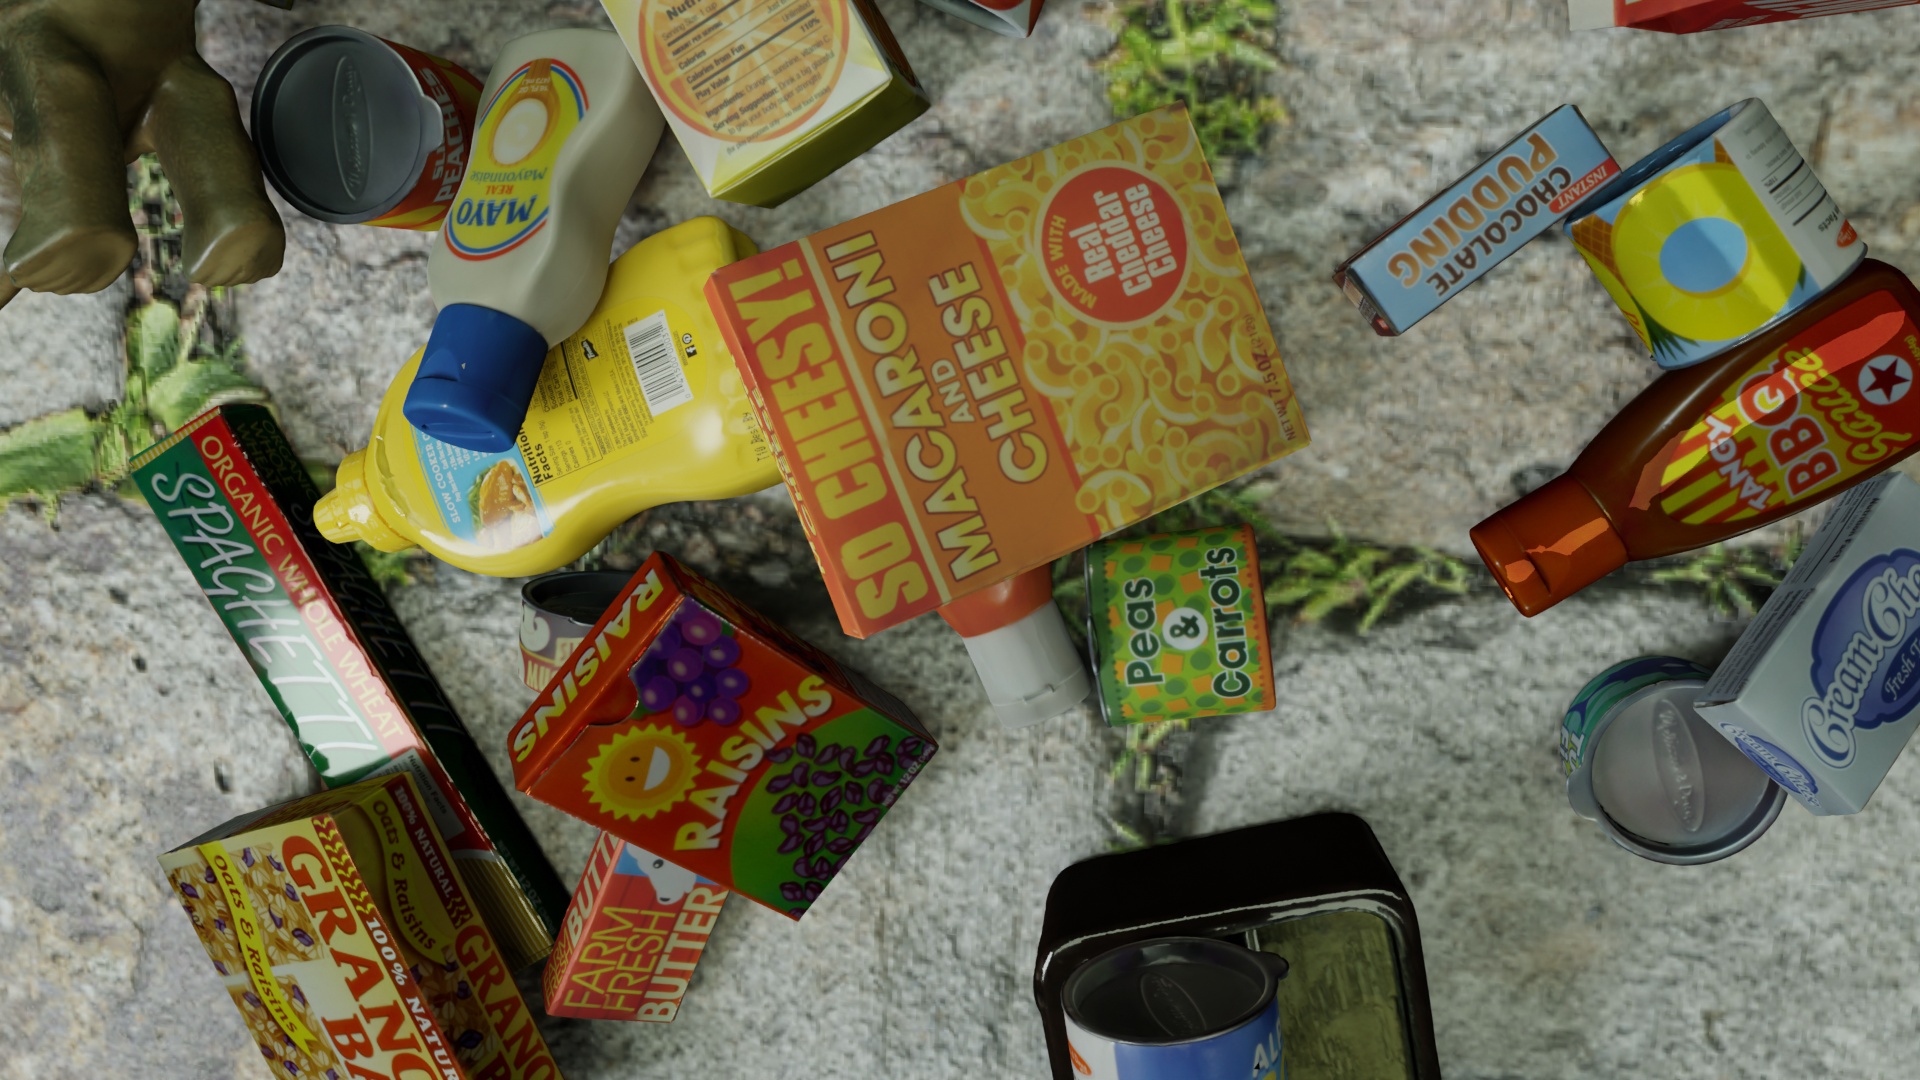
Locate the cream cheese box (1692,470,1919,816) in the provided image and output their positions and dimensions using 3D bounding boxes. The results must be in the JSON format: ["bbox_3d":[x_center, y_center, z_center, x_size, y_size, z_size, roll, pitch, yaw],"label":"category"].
[{"bbox_3d":[0.290,0.032,0.450,0.053,0.024,0.104,41,77,2],"label":"cream cheese box"}]

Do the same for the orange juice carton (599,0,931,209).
[{"bbox_3d":[-0.092,-0.214,0.463,0.073,0.072,0.192,-29,94,12],"label":"orange juice carton"}]

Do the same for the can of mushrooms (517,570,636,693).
[{"bbox_3d":[-0.129,0.035,0.511,0.071,0.071,0.033,9,103,7],"label":"can of mushrooms"}]

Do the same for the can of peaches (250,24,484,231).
[{"bbox_3d":[-0.205,-0.145,0.499,0.071,0.058,0.071,1,99,8],"label":"can of peaches"}]

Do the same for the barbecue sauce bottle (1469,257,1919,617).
[{"bbox_3d":[0.243,-0.027,0.457,0.148,0.044,0.065,-33,100,13],"label":"barbecue sauce bottle"}]

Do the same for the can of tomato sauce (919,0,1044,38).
[{"bbox_3d":[0.010,-0.215,0.449,0.071,0.071,0.083,24,103,4],"label":"can of tomato sauce"}]

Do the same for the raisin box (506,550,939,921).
[{"bbox_3d":[-0.081,0.071,0.487,0.123,0.040,0.086,37,94,-34],"label":"raisin box"}]

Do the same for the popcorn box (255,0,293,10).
[{"bbox_3d":[-0.300,-0.257,0.505,0.127,0.038,0.085,21,102,5],"label":"popcorn box"}]

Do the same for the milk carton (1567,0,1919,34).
[{"bbox_3d":[0.278,-0.198,0.408,0.190,0.073,0.072,-5,99,10],"label":"milk carton"}]

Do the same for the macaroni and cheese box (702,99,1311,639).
[{"bbox_3d":[0.017,-0.056,0.456,0.167,0.040,0.123,-23,95,-14],"label":"macaroni and cheese box"}]

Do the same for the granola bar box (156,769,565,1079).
[{"bbox_3d":[-0.228,0.178,0.542,0.124,0.039,0.165,-17,100,33],"label":"granola bar box"}]

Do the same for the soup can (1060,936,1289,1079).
[{"bbox_3d":[0.072,0.176,0.432,0.071,0.071,0.083,-7,98,10],"label":"soup can"}]

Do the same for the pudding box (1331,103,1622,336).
[{"bbox_3d":[0.165,-0.102,0.454,0.083,0.050,0.030,-36,91,12],"label":"pudding box"}]

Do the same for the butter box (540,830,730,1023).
[{"bbox_3d":[-0.120,0.138,0.538,0.053,0.024,0.103,17,104,-32],"label":"butter box"}]

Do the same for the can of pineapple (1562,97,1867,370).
[{"bbox_3d":[0.233,-0.095,0.437,0.071,0.071,0.058,-36,92,13],"label":"can of pineapple"}]

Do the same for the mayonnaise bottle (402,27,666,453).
[{"bbox_3d":[-0.147,-0.103,0.471,0.065,0.041,0.148,4,69,21],"label":"mayonnaise bottle"}]

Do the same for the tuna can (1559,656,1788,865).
[{"bbox_3d":[0.242,0.076,0.480,0.071,0.033,0.071,1,99,9],"label":"tuna can"}]

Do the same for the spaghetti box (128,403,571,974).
[{"bbox_3d":[-0.239,0.063,0.553,0.050,0.029,0.250,-29,94,12],"label":"spaghetti box"}]

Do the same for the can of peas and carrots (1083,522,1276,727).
[{"bbox_3d":[0.075,0.029,0.478,0.059,0.071,0.071,-7,98,10],"label":"can of peas and carrots"}]

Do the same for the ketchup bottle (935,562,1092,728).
[{"bbox_3d":[0.002,-0.006,0.497,0.065,0.043,0.148,-23,95,5],"label":"ketchup bottle"}]
